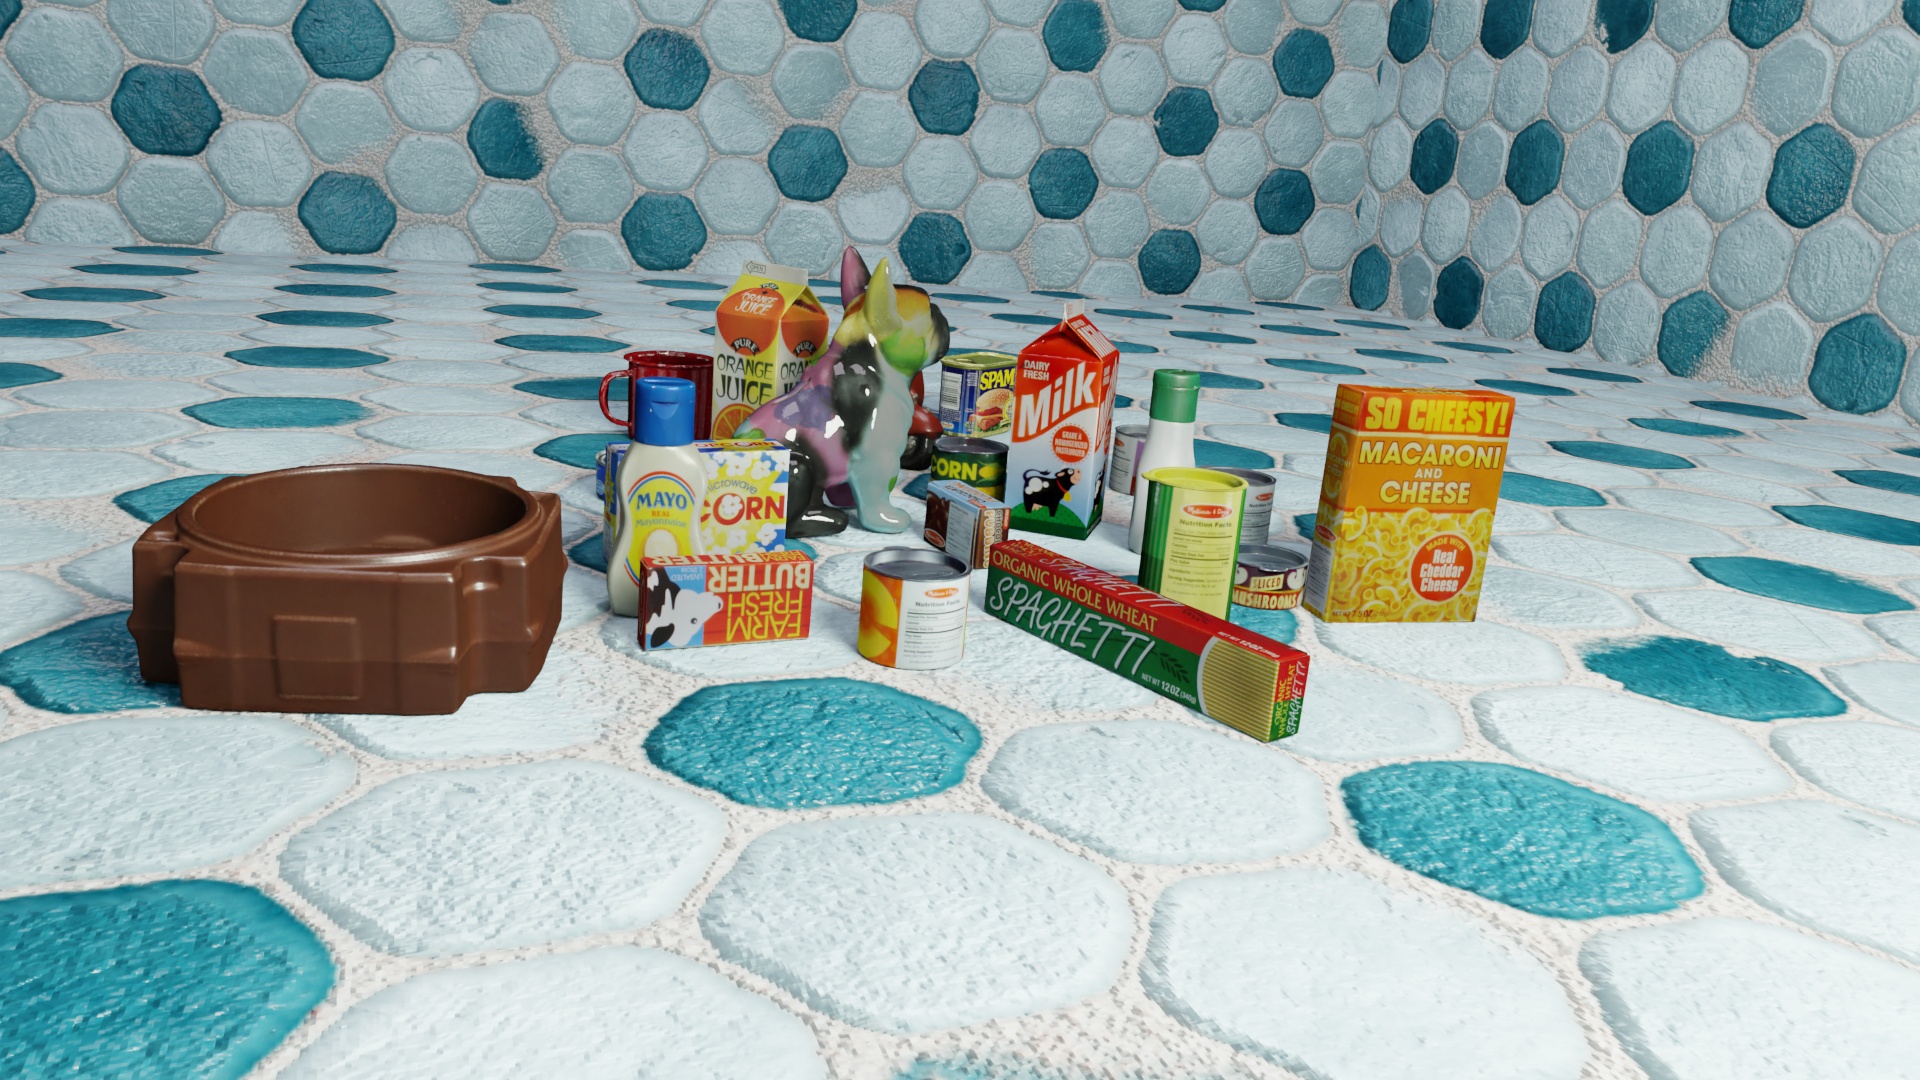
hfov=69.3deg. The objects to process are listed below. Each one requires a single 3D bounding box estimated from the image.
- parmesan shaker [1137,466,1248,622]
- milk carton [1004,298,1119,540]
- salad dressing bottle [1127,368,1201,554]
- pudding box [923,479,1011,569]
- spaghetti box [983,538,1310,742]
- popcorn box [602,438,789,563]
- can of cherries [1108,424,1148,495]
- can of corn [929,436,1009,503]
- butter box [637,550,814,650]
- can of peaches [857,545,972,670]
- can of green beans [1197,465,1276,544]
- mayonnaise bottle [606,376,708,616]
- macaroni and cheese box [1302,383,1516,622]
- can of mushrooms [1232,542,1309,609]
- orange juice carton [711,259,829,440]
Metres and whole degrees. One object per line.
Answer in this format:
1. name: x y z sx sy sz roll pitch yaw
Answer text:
1. parmesan shaker: 0.151 0.007 0.937 0.071 0.102 0.071 5 15 -1
2. milk carton: 0.086 -0.103 1.151 0.073 0.190 0.072 9 15 15
3. salad dressing bottle: 0.164 -0.062 1.105 0.044 0.147 0.064 13 17 26
4. pudding box: 0.004 -0.013 1.064 0.030 0.049 0.084 -4 18 -29
5. spaghetti box: 0.103 0.055 0.850 0.029 0.050 0.250 -7 20 -38
6. popcorn box: -0.187 -0.027 0.987 0.127 0.085 0.038 -3 17 -27
7. can of cherries: 0.180 -0.076 1.329 0.071 0.058 0.072 5 15 -1
8. can of corn: 0.005 -0.054 1.196 0.071 0.058 0.071 5 15 -1
9. butter box: -0.141 0.035 0.837 0.104 0.053 0.024 -3 17 -26
10. can of peaches: -0.029 0.040 0.845 0.071 0.058 0.071 5 15 -1
11. can of green beans: 0.229 -0.027 1.169 0.071 0.057 0.071 5 15 -1
12. mayonnaise bottle: -0.187 -0.027 0.868 0.065 0.147 0.041 2 15 -12
13. macaroni and cheese box: 0.317 -0.026 0.989 0.124 0.166 0.040 1 16 -16
14. can of mushrooms: 0.221 0.026 1.019 0.071 0.033 0.071 5 15 -1
15. orange juice carton: -0.168 -0.147 1.225 0.072 0.192 0.073 13 17 29
